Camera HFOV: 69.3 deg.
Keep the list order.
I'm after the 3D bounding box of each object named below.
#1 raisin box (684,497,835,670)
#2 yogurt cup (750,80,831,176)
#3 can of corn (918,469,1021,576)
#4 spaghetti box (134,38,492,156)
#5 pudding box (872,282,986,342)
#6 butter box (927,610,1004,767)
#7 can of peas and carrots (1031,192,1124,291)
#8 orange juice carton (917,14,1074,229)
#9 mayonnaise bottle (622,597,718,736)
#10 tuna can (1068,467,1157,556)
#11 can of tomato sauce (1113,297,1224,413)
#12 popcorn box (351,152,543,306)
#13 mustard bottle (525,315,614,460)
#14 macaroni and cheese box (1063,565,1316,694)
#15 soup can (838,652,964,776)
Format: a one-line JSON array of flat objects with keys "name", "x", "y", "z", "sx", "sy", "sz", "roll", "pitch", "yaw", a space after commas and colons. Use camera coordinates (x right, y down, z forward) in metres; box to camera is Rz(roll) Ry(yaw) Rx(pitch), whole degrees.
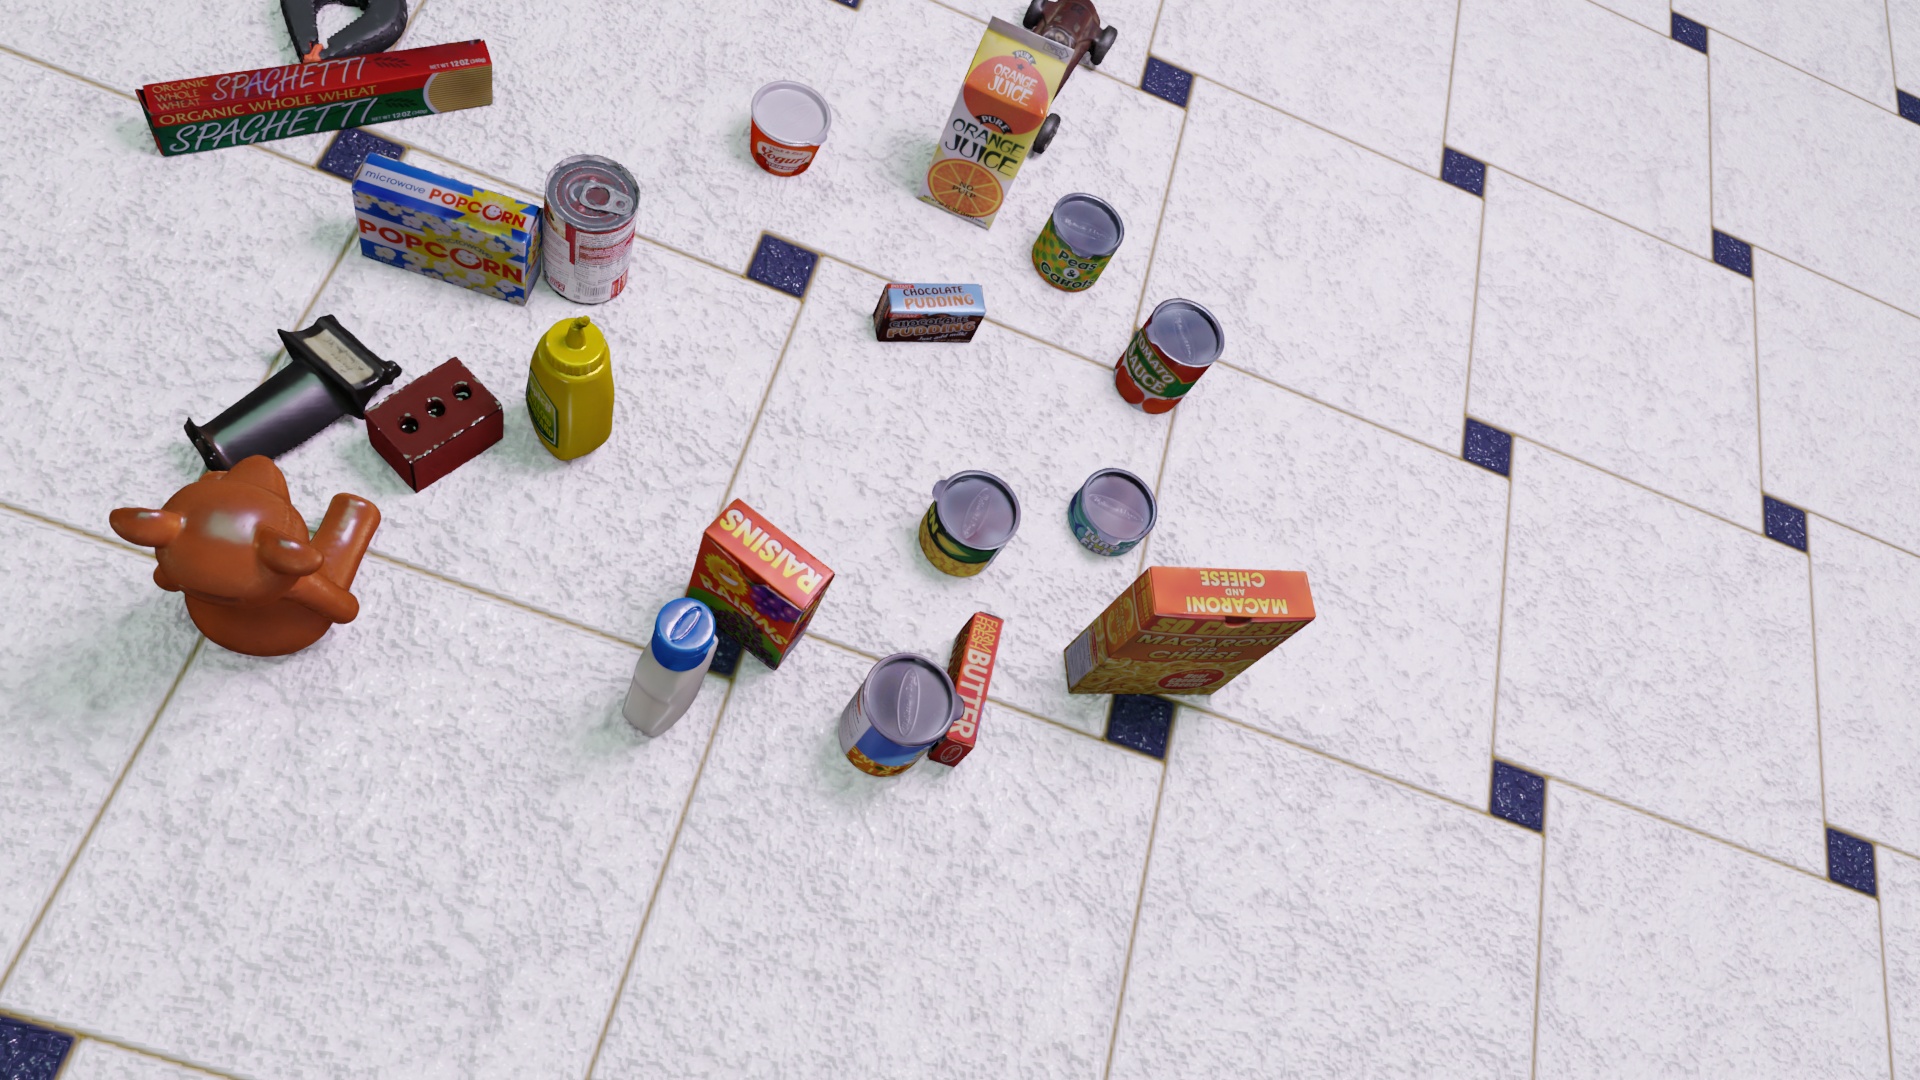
[{"name": "raisin box", "x": -0.141, "y": 0.033, "z": 0.957, "sx": 0.086, "sy": 0.123, "sz": 0.040, "roll": 38, "pitch": 60, "yaw": 2}, {"name": "yogurt cup", "x": -0.147, "y": -0.346, "z": 1.176, "sx": 0.072, "sy": 0.053, "sz": 0.072, "roll": 7, "pitch": 64, "yaw": -15}, {"name": "can of corn", "x": 0.004, "y": -0.013, "z": 1.064, "sx": 0.071, "sy": 0.058, "sz": 0.071, "roll": 7, "pitch": 64, "yaw": -15}, {"name": "spaghetti box", "x": -0.486, "y": -0.341, "z": 1.065, "sx": 0.251, "sy": 0.050, "sz": 0.029, "roll": -19, "pitch": 73, "yaw": -25}, {"name": "pudding box", "x": -0.025, "y": -0.188, "z": 1.143, "sx": 0.084, "sy": 0.049, "sz": 0.030, "roll": -2, "pitch": 67, "yaw": -19}, {"name": "butter box", "x": 0.004, "y": 0.107, "z": 1.009, "sx": 0.024, "sy": 0.053, "sz": 0.104, "roll": 19, "pitch": 61, "yaw": -9}, {"name": "can of peas and carrots", "x": 0.102, "y": -0.258, "z": 1.212, "sx": 0.071, "sy": 0.058, "sz": 0.071, "roll": 7, "pitch": 64, "yaw": -15}, {"name": "orange juice carton", "x": 0.030, "y": -0.355, "z": 1.158, "sx": 0.072, "sy": 0.191, "sz": 0.073, "roll": 23, "pitch": 61, "yaw": -7}, {"name": "mayonnaise bottle", "x": -0.187, "y": 0.080, "z": 0.905, "sx": 0.041, "sy": 0.147, "sz": 0.065, "roll": 36, "pitch": 60, "yaw": 0}, {"name": "tuna can", "x": 0.122, "y": -0.020, "z": 1.121, "sx": 0.071, "sy": 0.032, "sz": 0.071, "roll": 7, "pitch": 64, "yaw": -15}, {"name": "can of tomato sauce", "x": 0.173, "y": -0.154, "z": 1.172, "sx": 0.071, "sy": 0.082, "sz": 0.071, "roll": 7, "pitch": 64, "yaw": -15}, {"name": "popcorn box", "x": -0.378, "y": -0.228, "z": 1.027, "sx": 0.127, "sy": 0.085, "sz": 0.038, "roll": 17, "pitch": 62, "yaw": -10}, {"name": "mustard bottle", "x": -0.270, "y": -0.113, "z": 0.964, "sx": 0.049, "sy": 0.159, "sz": 0.065, "roll": -29, "pitch": 77, "yaw": -27}, {"name": "macaroni and cheese box", "x": 0.163, "y": 0.070, "z": 1.014, "sx": 0.124, "sy": 0.165, "sz": 0.040, "roll": 2, "pitch": 65, "yaw": -17}, {"name": "soup can", "x": -0.043, "y": 0.124, "z": 0.969, "sx": 0.071, "sy": 0.083, "sz": 0.071, "roll": 7, "pitch": 64, "yaw": -15}]
